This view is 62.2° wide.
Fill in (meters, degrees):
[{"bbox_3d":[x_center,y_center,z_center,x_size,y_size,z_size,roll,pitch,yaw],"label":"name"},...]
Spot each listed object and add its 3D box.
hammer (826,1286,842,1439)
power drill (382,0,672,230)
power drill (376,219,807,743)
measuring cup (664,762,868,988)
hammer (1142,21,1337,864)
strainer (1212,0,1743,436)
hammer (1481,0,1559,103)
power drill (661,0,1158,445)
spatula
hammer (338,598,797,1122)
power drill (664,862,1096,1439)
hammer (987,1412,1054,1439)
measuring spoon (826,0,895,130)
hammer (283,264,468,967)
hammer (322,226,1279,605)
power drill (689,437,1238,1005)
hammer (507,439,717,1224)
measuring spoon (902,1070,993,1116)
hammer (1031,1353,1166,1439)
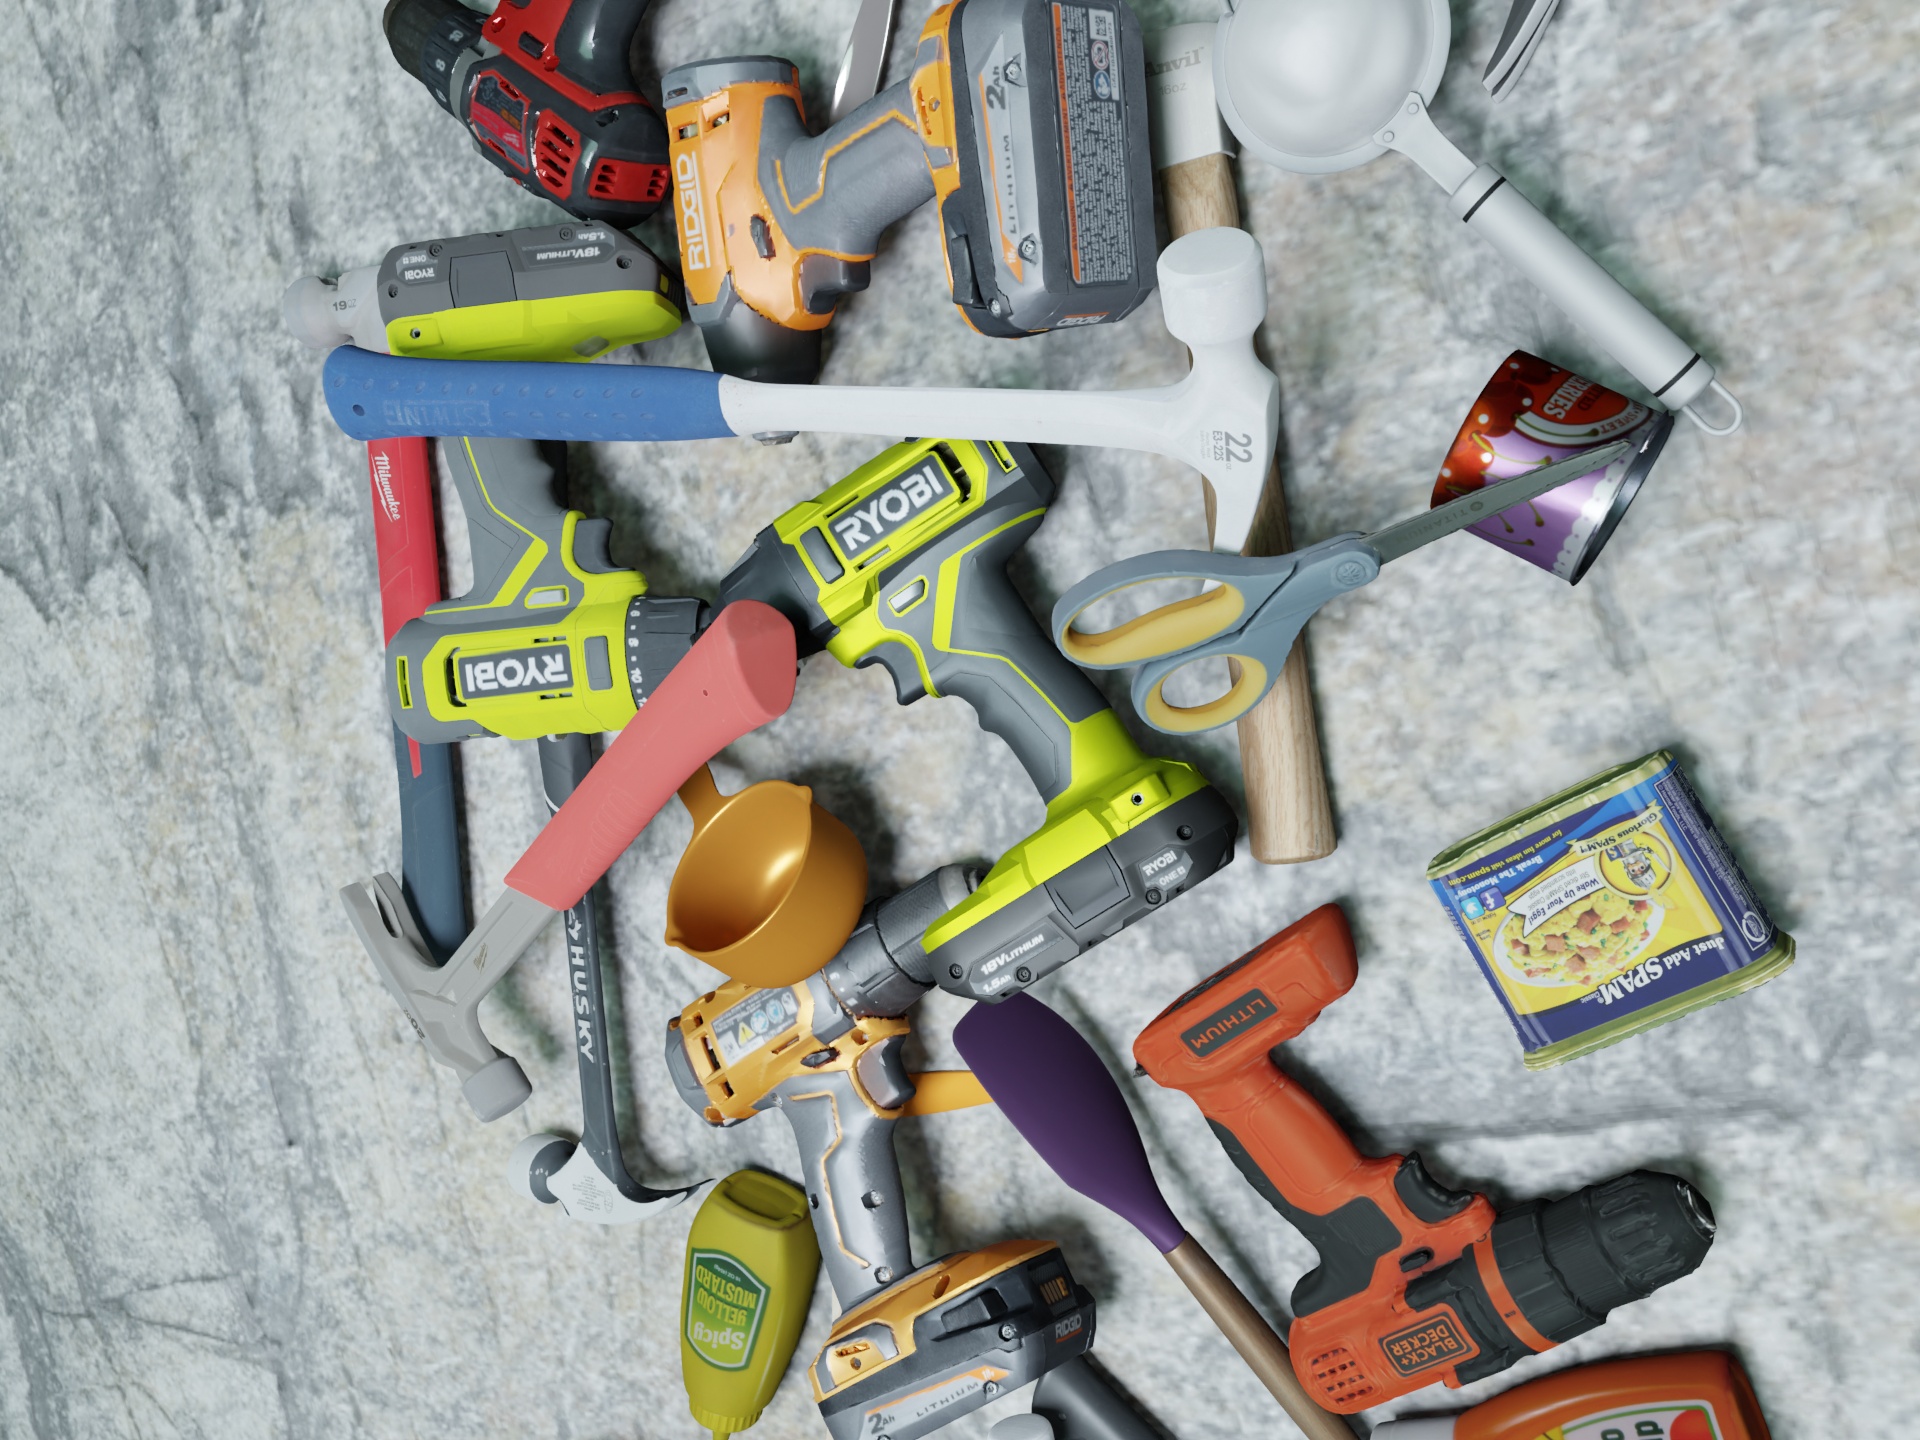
[{"bbox_3d":[-0.064,0.466,0.829,0.146,0.038,0.410,9,102,28],"label":"hammer"},{"bbox_3d":[-0.183,-0.361,0.719,0.188,0.080,0.226,40,123,24],"label":"power drill"},{"bbox_3d":[-0.176,-0.106,0.743,0.190,0.080,0.228,-6,93,5],"label":"power drill"},{"bbox_3d":[-0.100,0.058,0.751,0.095,0.052,0.174,-47,35,4],"label":"measuring cup"},{"bbox_3d":[0.113,-0.106,0.634,0.130,0.031,0.331,-7,96,29],"label":"hammer"},{"bbox_3d":[0.174,-0.190,0.553,0.258,0.050,0.087,44,120,5],"label":"strainer"},{"bbox_3d":[0.073,-0.333,0.614,0.337,0.034,0.127,21,107,24],"label":"hammer"},{"bbox_3d":[-0.032,-0.198,0.650,0.227,0.084,0.164,7,108,43],"label":"power drill"},{"bbox_3d":[0.109,0.241,0.680,0.316,0.060,0.018,51,136,1],"label":"spatula"},{"bbox_3d":[-0.185,0.054,0.739,0.149,0.036,0.359,55,129,11],"label":"hammer"},{"bbox_3d":[-0.023,0.191,0.721,0.185,0.084,0.226,-35,68,20],"label":"power drill"},{"bbox_3d":[-0.086,0.403,0.792,0.331,0.033,0.128,-11,91,32],"label":"hammer"},{"bbox_3d":[-0.036,-0.295,0.694,0.034,0.018,0.124,31,119,20],"label":"measuring spoon"},{"bbox_3d":[-0.282,-0.045,0.854,0.143,0.038,0.386,2,100,26],"label":"hammer"},{"bbox_3d":[-0.078,-0.117,0.619,0.405,0.035,0.143,7,137,23],"label":"hammer"},{"bbox_3d":[-0.001,-0.002,0.668,0.171,0.080,0.223,-33,80,9],"label":"power drill"},{"bbox_3d":[-0.198,0.061,0.818,0.149,0.036,0.409,0,97,43],"label":"hammer"},{"bbox_3d":[-0.007,0.179,0.760,0.117,0.011,0.021,-13,92,29],"label":"measuring spoon"},{"bbox_3d":[0.164,0.400,0.694,0.335,0.035,0.146,40,115,17],"label":"hammer"}]
